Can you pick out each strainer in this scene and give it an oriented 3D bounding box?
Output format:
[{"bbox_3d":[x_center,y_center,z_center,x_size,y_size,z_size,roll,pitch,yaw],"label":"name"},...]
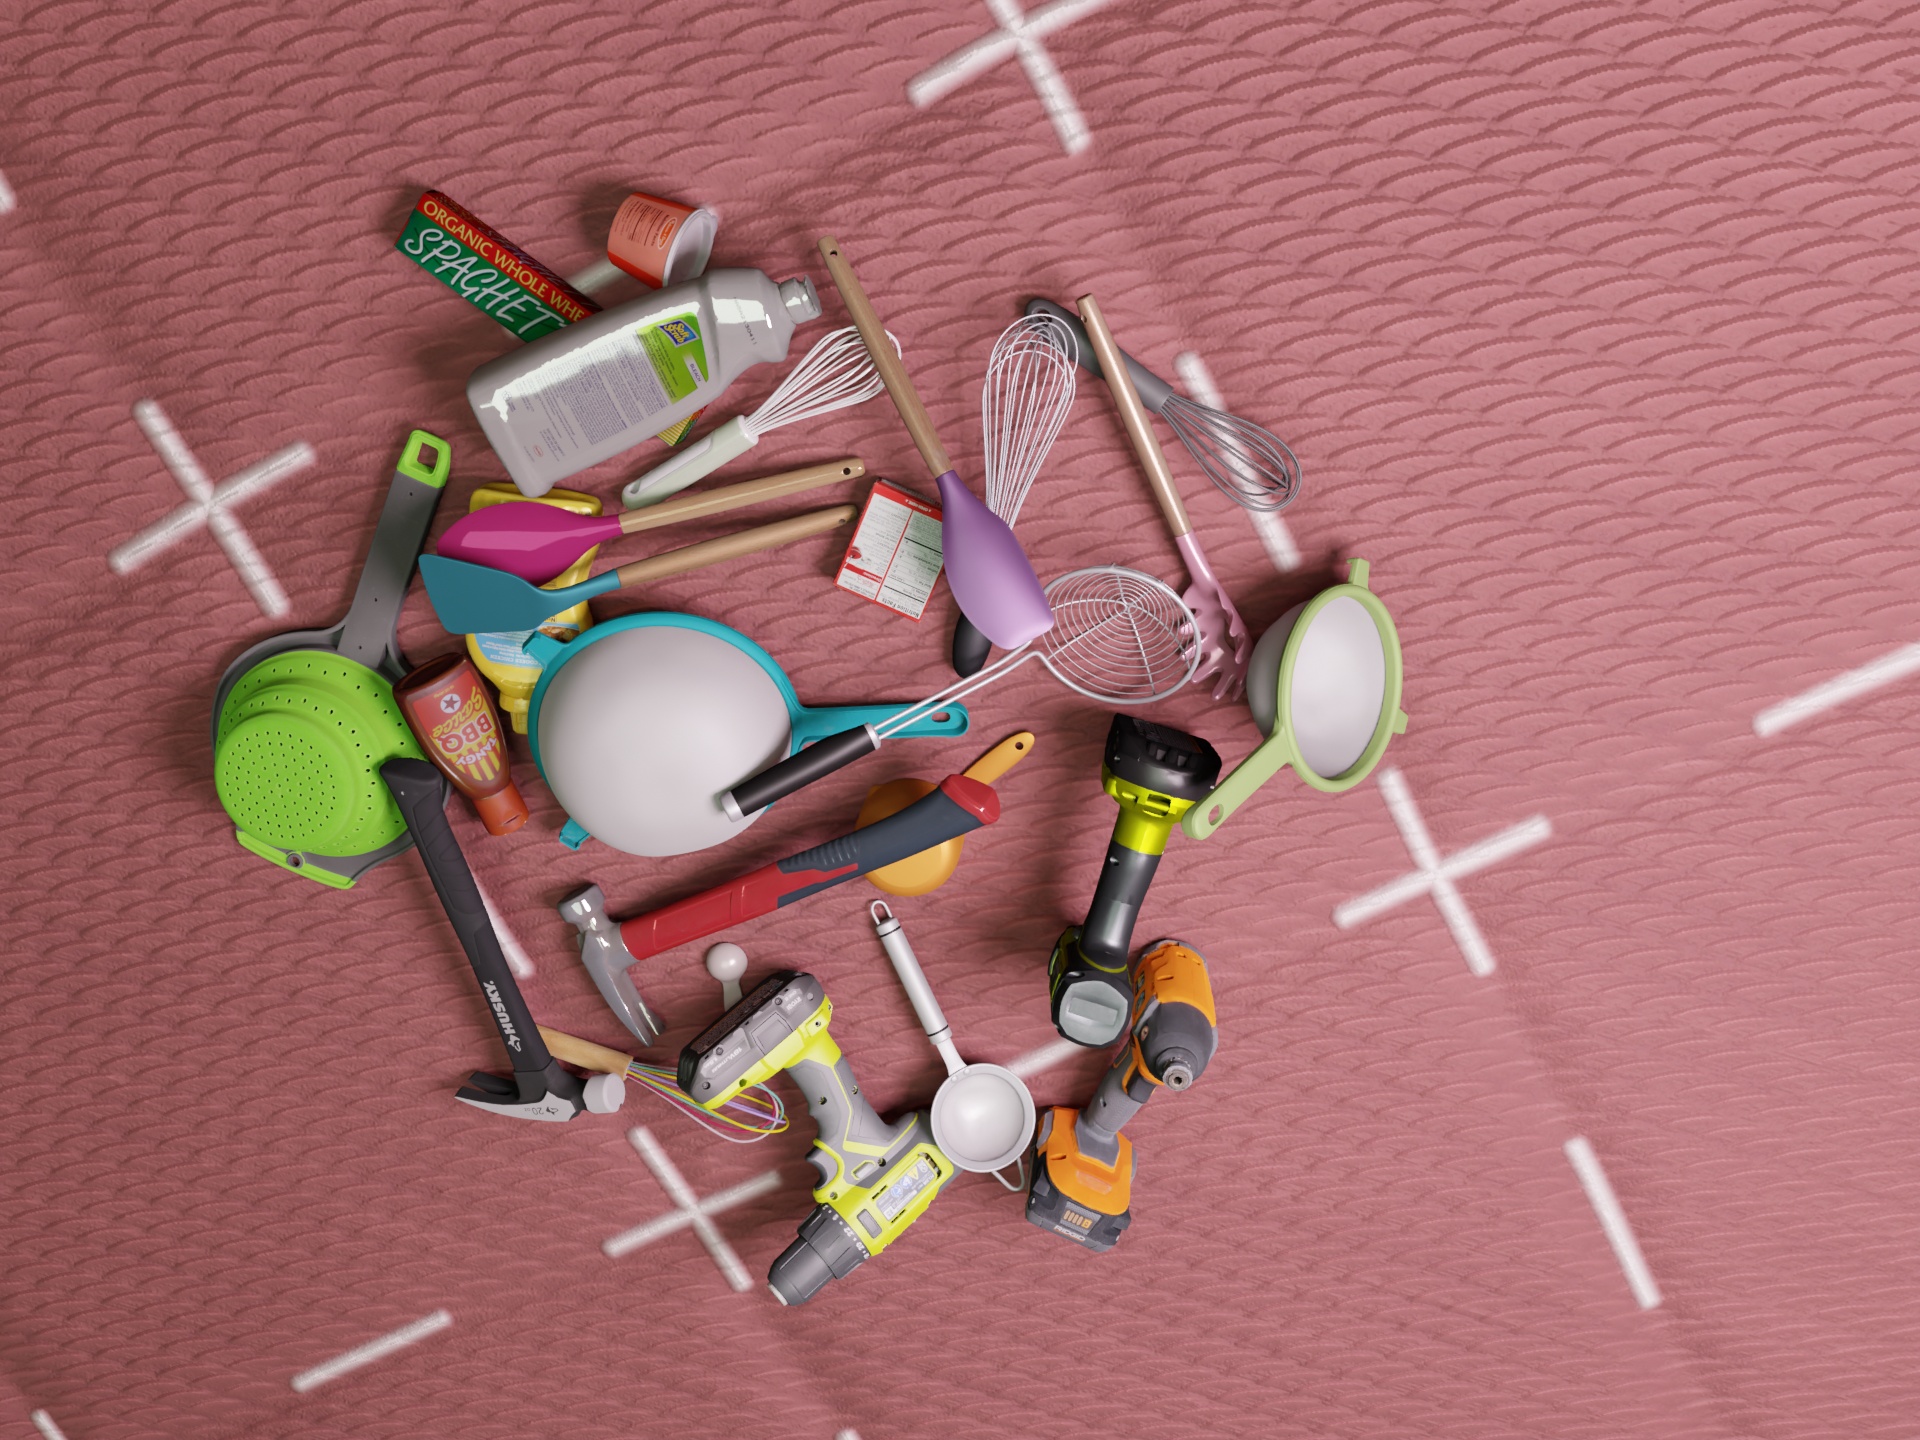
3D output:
[{"bbox_3d":[0.221,0.002,1.140,0.069,0.256,0.151,10,130,48],"label":"strainer"},{"bbox_3d":[-0.161,0.027,1.203,0.340,0.095,0.210,-3,121,-2],"label":"strainer"},{"bbox_3d":[-0.013,0.263,1.298,0.087,0.050,0.258,-26,91,-14],"label":"strainer"}]

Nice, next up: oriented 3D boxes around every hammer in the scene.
[{"bbox_3d":[-0.391,0.181,1.281,0.146,0.035,0.334,-8,113,21],"label":"hammer"},{"bbox_3d":[-0.134,0.141,1.245,0.386,0.038,0.143,-22,102,23],"label":"hammer"}]

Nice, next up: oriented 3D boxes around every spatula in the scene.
[{"bbox_3d":[-0.230,-0.121,1.174,0.317,0.044,0.082,-17,141,-12],"label":"spatula"},{"bbox_3d":[-0.025,-0.195,1.118,0.060,0.018,0.316,-27,93,-5],"label":"spatula"}]

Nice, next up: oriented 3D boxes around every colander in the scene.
[{"bbox_3d":[-0.482,-0.035,1.231,0.204,0.094,0.397,24,108,-3],"label":"colander"}]

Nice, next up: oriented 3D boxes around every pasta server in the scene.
[{"bbox_3d":[0.145,-0.156,1.146,0.040,0.060,0.316,-38,114,-26],"label":"pasta server"}]

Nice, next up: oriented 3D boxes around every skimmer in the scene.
[{"bbox_3d":[-0.002,-0.004,1.160,0.363,0.090,0.127,-27,126,-7],"label":"skimmer"}]

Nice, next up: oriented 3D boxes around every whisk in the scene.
[{"bbox_3d":[-0.260,0.301,1.339,0.245,0.047,0.051,18,130,4],"label":"whisk"},{"bbox_3d":[-0.151,-0.219,1.173,0.246,0.058,0.059,-28,137,17],"label":"whisk"},{"bbox_3d":[0.144,-0.229,1.146,0.239,0.055,0.055,36,107,-1],"label":"whisk"},{"bbox_3d":[0.032,-0.157,1.164,0.070,0.070,0.284,13,117,1],"label":"whisk"}]

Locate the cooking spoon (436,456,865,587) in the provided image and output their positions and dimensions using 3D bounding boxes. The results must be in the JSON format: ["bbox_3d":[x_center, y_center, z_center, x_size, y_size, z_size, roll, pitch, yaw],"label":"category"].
[{"bbox_3d":[-0.226,-0.152,1.175,0.319,0.017,0.068,-15,112,-5],"label":"cooking spoon"}]

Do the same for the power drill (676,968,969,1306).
[{"bbox_3d":[-0.125,0.337,1.288,0.190,0.080,0.228,-39,99,-20],"label":"power drill"}]

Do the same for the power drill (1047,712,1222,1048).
[{"bbox_3d":[0.120,0.115,1.196,0.080,0.171,0.223,17,99,0],"label":"power drill"}]

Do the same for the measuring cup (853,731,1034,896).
[{"bbox_3d":[-0.010,0.070,1.243,0.173,0.052,0.095,-39,100,17],"label":"measuring cup"}]

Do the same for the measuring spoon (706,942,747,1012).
[{"bbox_3d":[-0.189,0.245,1.331,0.034,0.018,0.124,-5,107,6],"label":"measuring spoon"}]

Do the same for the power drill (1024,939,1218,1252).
[{"bbox_3d":[0.130,0.300,1.245,0.084,0.164,0.226,25,109,-3],"label":"power drill"}]
